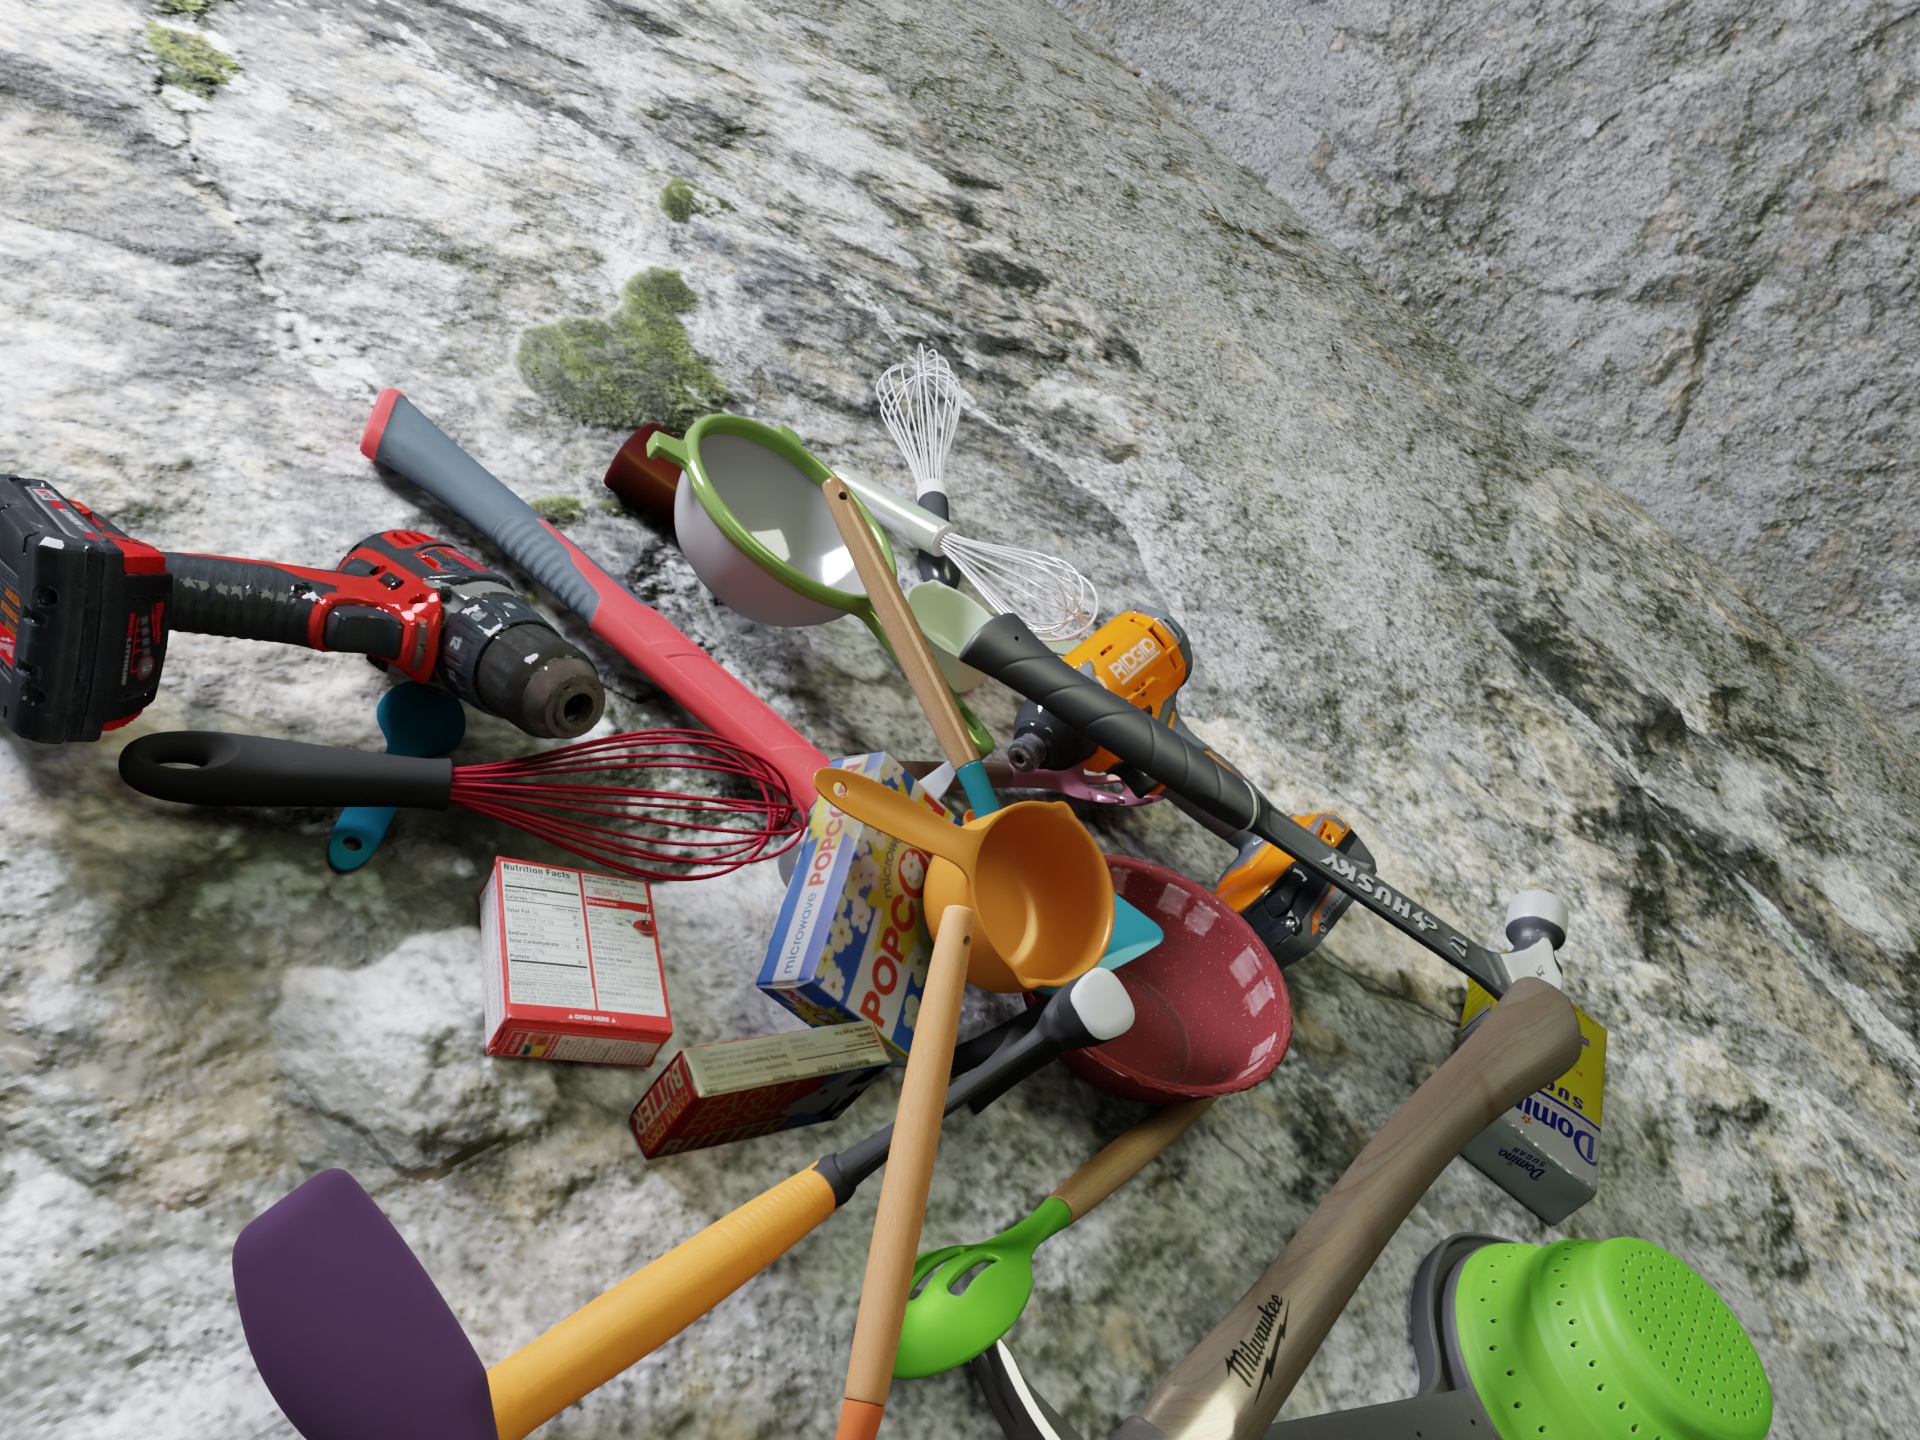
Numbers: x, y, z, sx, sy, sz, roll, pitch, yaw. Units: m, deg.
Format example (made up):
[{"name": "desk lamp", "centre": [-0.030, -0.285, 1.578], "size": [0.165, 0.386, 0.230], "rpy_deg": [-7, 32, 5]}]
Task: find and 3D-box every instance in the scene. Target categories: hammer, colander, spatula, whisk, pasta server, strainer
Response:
[{"name": "hammer", "centre": [-0.174, -0.060, 0.874], "size": [0.386, 0.038, 0.143], "rpy_deg": [40, 37, 11]}, {"name": "colander", "centre": [0.277, 0.326, 0.771], "size": [0.396, 0.094, 0.205], "rpy_deg": [10, 41, -36]}, {"name": "spatula", "centre": [-0.022, 0.219, 0.567], "size": [0.080, 0.041, 0.323], "rpy_deg": [39, 53, -45]}, {"name": "whisk", "centre": [-0.006, -0.118, 1.077], "size": [0.246, 0.057, 0.059], "rpy_deg": [33, 67, 31]}, {"name": "pasta server", "centre": [0.012, 0.030, 0.957], "size": [0.316, 0.040, 0.060], "rpy_deg": [1, 64, -41]}, {"name": "strainer", "centre": [-0.081, -0.064, 0.928], "size": [0.256, 0.069, 0.151], "rpy_deg": [51, 26, 7]}, {"name": "whisk", "centre": [-0.207, 0.030, 0.705], "size": [0.295, 0.073, 0.073], "rpy_deg": [6, 42, -24]}, {"name": "hammer", "centre": [0.175, 0.064, 0.909], "size": [0.409, 0.036, 0.149], "rpy_deg": [33, 49, -7]}, {"name": "whisk", "centre": [-0.023, -0.188, 1.197], "size": [0.070, 0.070, 0.285], "rpy_deg": [20, 40, -25]}, {"name": "hammer", "centre": [-0.071, 0.194, 0.628], "size": [0.337, 0.127, 0.034], "rpy_deg": [-24, 78, -43]}, {"name": "spatula", "centre": [-0.001, -0.003, 0.855], "size": [0.082, 0.044, 0.318], "rpy_deg": [-19, 74, -27]}, {"name": "hammer", "centre": [0.182, 0.230, 0.757], "size": [0.146, 0.038, 0.410], "rpy_deg": [41, 46, 20]}, {"name": "spatula", "centre": [-0.122, 0.278, 0.481], "size": [0.316, 0.060, 0.018], "rpy_deg": [52, -4, 7]}]

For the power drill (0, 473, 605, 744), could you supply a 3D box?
[{"name": "power drill", "centre": [-0.280, -0.038, 0.678], "size": [0.226, 0.080, 0.188], "rpy_deg": [0, 21, -46]}]

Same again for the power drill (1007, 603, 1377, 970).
[{"name": "power drill", "centre": [0.132, 0.049, 0.969], "size": [0.226, 0.084, 0.164], "rpy_deg": [50, 46, 4]}]

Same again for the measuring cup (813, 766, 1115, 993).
[{"name": "measuring cup", "centre": [-0.008, 0.068, 0.741], "size": [0.173, 0.052, 0.095], "rpy_deg": [29, 58, -26]}]

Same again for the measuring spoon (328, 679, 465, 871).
[{"name": "measuring spoon", "centre": [-0.258, 0.020, 0.726], "size": [0.042, 0.021, 0.129], "rpy_deg": [27, 33, -15]}]

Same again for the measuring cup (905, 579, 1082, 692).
[{"name": "measuring cup", "centre": [0.023, -0.046, 1.069], "size": [0.167, 0.038, 0.083], "rpy_deg": [9, 41, -40]}]

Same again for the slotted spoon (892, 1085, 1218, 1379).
[{"name": "slotted spoon", "centre": [0.056, 0.221, 0.748], "size": [0.313, 0.070, 0.031], "rpy_deg": [-13, 97, -57]}]

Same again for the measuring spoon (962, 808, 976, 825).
[{"name": "measuring spoon", "centre": [0.034, 0.099, 0.917], "size": [0.021, 0.011, 0.117], "rpy_deg": [-10, 58, -43]}]
